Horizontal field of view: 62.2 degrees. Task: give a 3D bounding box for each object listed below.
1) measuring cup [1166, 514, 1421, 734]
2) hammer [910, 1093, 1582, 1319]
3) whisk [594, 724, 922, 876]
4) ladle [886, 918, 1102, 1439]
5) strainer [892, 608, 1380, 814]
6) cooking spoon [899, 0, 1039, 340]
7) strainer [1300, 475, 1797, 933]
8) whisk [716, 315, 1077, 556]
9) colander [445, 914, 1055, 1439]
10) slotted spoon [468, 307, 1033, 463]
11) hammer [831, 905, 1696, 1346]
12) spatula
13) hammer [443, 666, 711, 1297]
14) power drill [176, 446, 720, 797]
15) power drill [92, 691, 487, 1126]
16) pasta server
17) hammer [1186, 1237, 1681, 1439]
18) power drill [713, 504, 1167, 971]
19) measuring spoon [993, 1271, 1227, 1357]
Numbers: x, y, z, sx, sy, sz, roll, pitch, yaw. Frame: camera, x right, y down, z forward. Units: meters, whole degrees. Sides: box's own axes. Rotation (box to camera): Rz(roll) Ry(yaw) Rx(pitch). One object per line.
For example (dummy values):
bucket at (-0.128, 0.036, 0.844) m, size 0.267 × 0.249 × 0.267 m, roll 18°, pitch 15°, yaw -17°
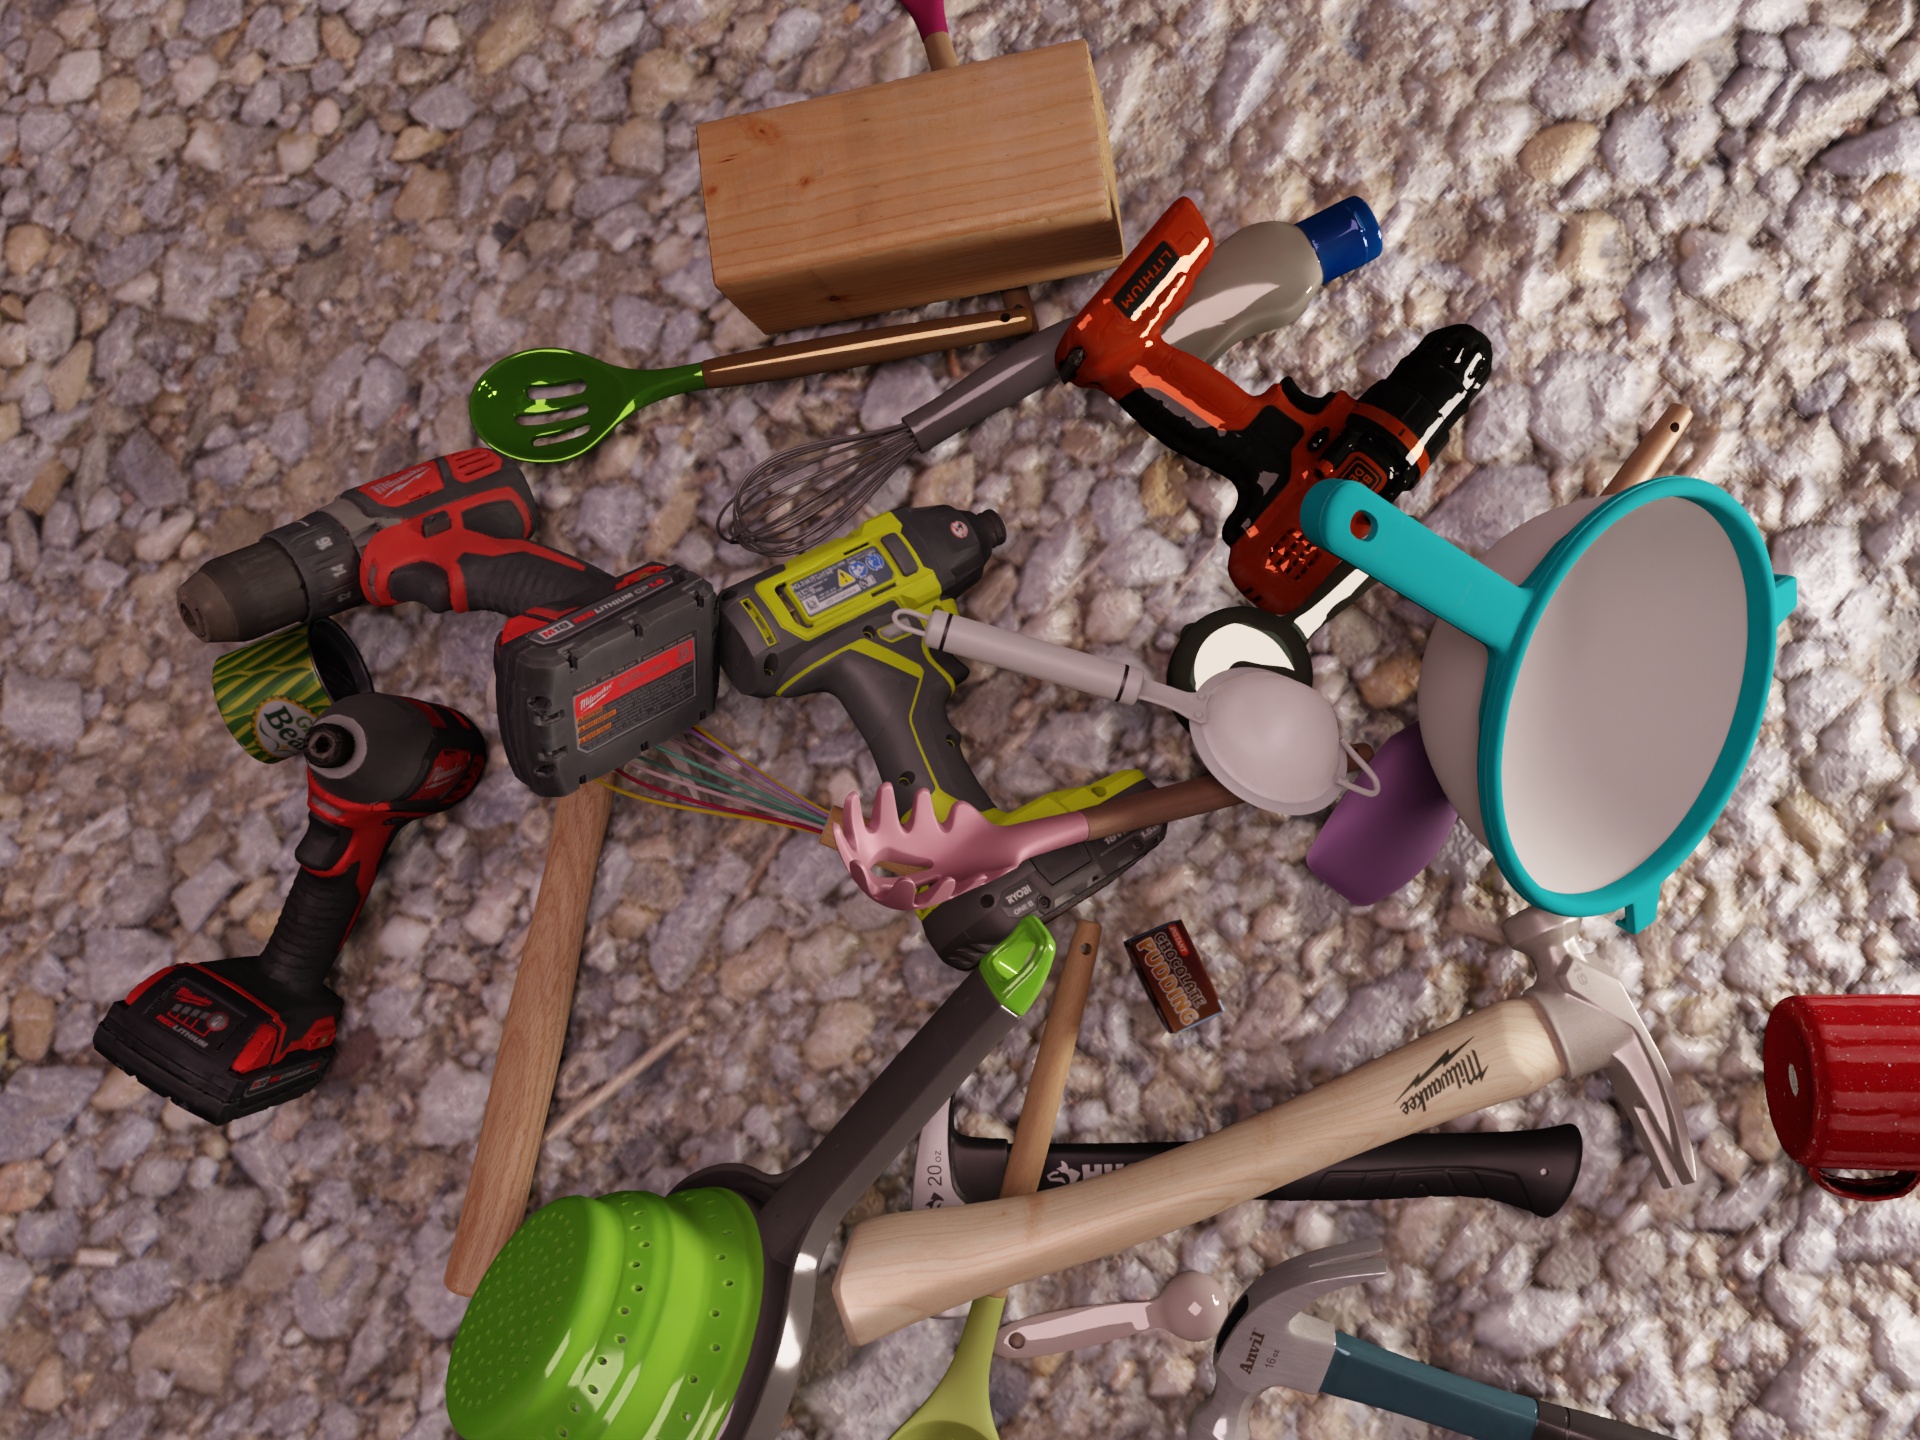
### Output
measuring cup at (0.180, -0.053, 0.834) m, size 0.167 × 0.038 × 0.083 m, roll -42°, pitch 81°, yaw 1°
hammer at (0.141, 0.221, 0.804) m, size 0.335 × 0.035 × 0.146 m, roll -3°, pitch 83°, yaw 4°
whisk at (-0.088, 0.042, 0.823) m, size 0.245 × 0.051 × 0.047 m, roll 22°, pitch 62°, yaw -7°
ladle at (0.024, 0.253, 0.766) m, size 0.078 × 0.062 × 0.320 m, roll 17°, pitch 83°, yaw -7°
strainer at (0.090, -0.015, 0.776) m, size 0.258 × 0.050 × 0.087 m, roll 16°, pitch 52°, yaw -1°
cooking spoon at (-0.007, -0.363, 0.901) m, size 0.069 × 0.017 × 0.319 m, roll -17°, pitch 81°, yaw 8°
strainer at (0.244, -0.038, 0.734) m, size 0.340 × 0.095 × 0.211 m, roll 23°, pitch 92°, yaw -35°
whisk at (-0.026, -0.158, 0.862) m, size 0.239 × 0.055 × 0.055 m, roll -31°, pitch 81°, yaw -4°
colander at (-0.114, 0.225, 0.721) m, size 0.094 × 0.205 × 0.397 m, roll 38°, pitch 96°, yaw -26°
slotted spoon at (-0.115, -0.193, 0.877) m, size 0.314 × 0.031 × 0.070 m, roll -9°, pitch 77°, yaw 5°
hammer at (0.141, 0.214, 0.749) m, size 0.410 × 0.038 × 0.146 m, roll -18°, pitch 69°, yaw -10°
spatula at (0.290, -0.037, 0.834) m, size 0.059 × 0.018 × 0.316 m, roll 36°, pitch 87°, yaw -7°
hammer at (-0.218, 0.138, 0.847) m, size 0.130 × 0.031 × 0.331 m, roll 10°, pitch 84°, yaw 6°
power drill at (-0.249, -0.053, 0.783) m, size 0.227 × 0.080 × 0.188 m, roll 31°, pitch 43°, yaw 29°
power drill at (-0.332, 0.086, 0.809) m, size 0.078 × 0.143 × 0.219 m, roll 30°, pitch 88°, yaw 5°
pasta server at (0.081, 0.039, 0.754) m, size 0.316 × 0.040 × 0.060 m, roll -11°, pitch 47°, yaw -30°
hammer at (0.286, 0.347, 0.768) m, size 0.331 × 0.033 × 0.128 m, roll 17°, pitch 102°, yaw 4°
power drill at (-0.001, -0.003, 0.812) m, size 0.171 × 0.080 × 0.223 m, roll -28°, pitch 78°, yaw -26°
measuring spoon at (0.075, 0.307, 0.807) m, size 0.124 × 0.018 × 0.034 m, roll -12°, pitch 82°, yaw 4°
